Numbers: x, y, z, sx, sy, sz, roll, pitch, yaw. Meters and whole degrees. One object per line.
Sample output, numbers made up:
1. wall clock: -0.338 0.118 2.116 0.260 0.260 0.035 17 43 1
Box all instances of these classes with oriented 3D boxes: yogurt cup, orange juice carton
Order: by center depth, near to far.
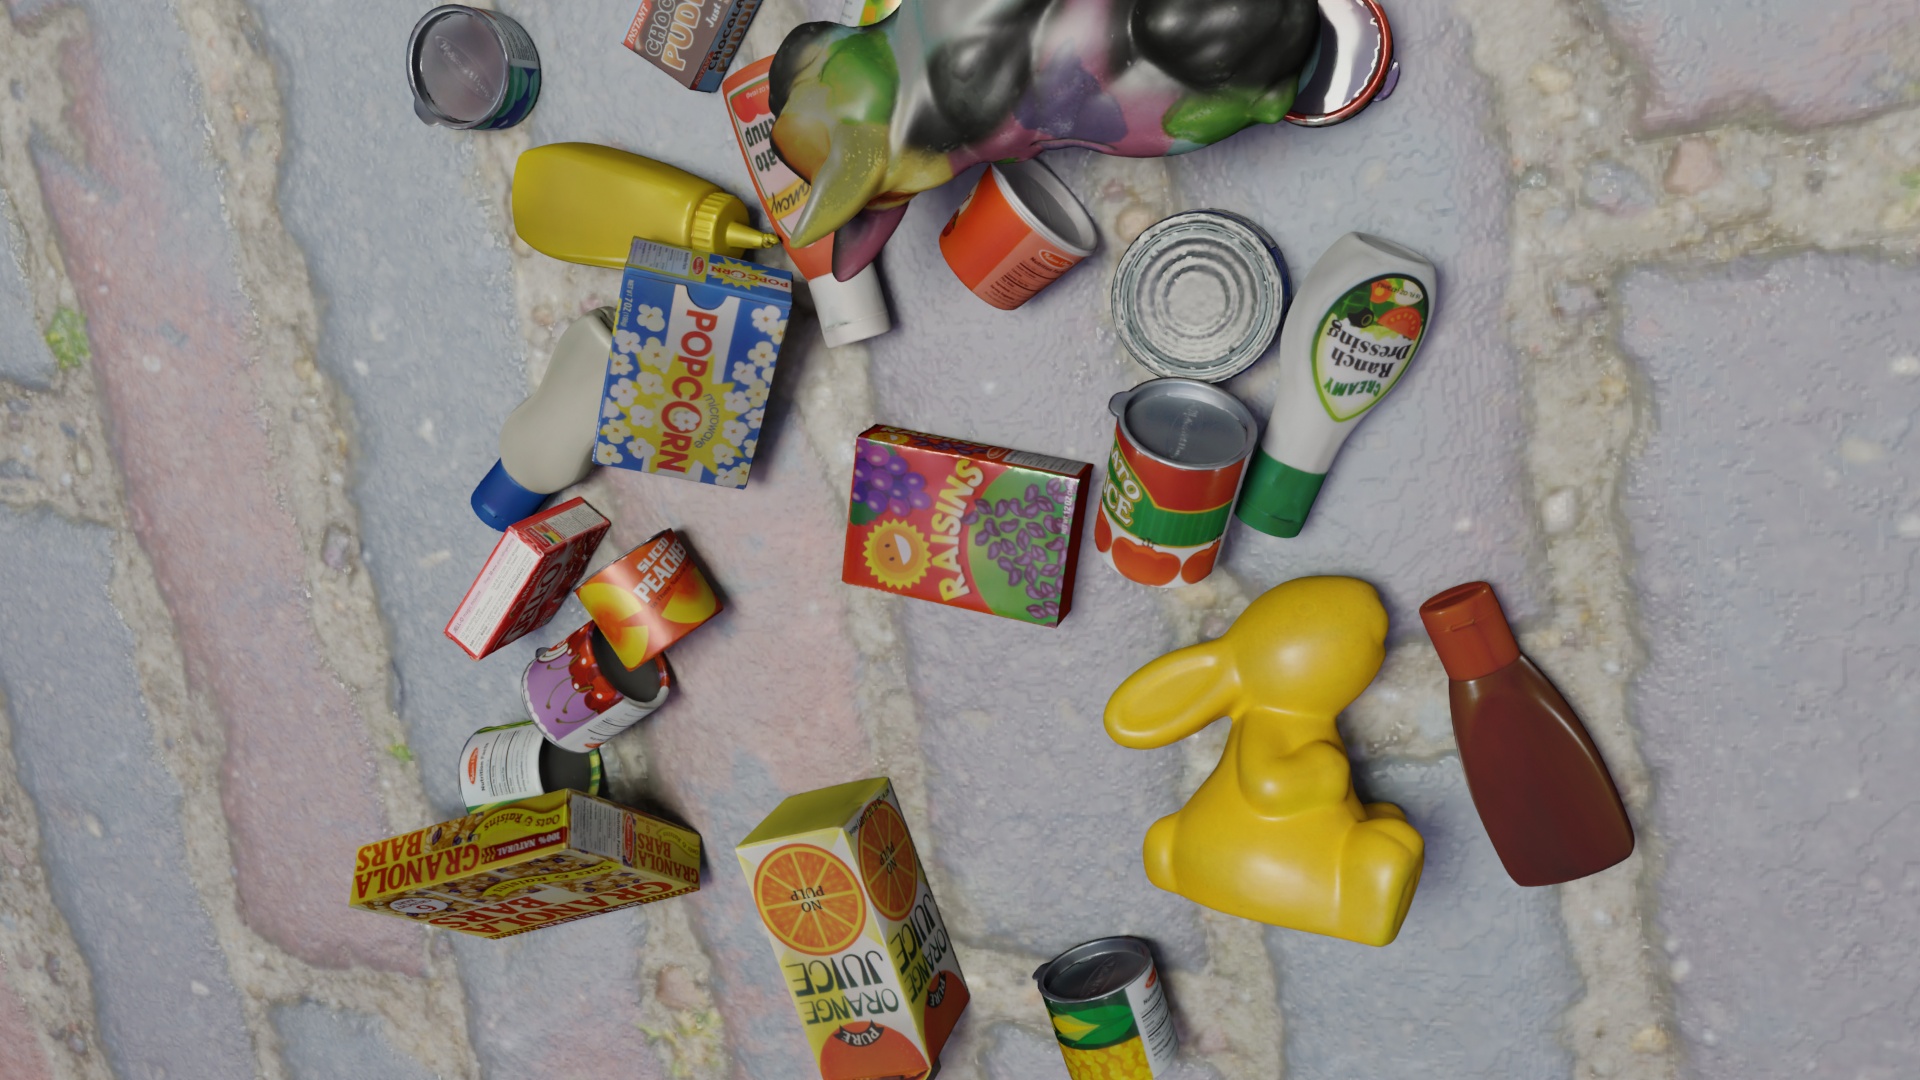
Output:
1. yogurt cup: 0.026 -0.152 0.691 0.072 0.073 0.053 49 121 1
2. orange juice carton: -0.054 0.244 0.812 0.073 0.072 0.192 -16 98 22

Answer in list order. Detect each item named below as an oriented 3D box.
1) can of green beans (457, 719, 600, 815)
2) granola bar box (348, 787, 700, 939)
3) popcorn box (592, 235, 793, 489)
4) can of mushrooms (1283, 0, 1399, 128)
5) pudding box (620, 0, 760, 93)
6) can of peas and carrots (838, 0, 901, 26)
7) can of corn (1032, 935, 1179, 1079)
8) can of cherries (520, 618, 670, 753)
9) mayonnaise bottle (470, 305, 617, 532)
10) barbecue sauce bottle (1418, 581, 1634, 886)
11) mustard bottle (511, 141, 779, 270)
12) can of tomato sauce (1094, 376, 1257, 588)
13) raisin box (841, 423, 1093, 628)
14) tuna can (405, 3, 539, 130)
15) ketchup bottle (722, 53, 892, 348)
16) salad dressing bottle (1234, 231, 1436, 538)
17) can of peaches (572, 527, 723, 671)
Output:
1. can of green beans: -0.264 0.143 0.857 0.058 0.071 0.071 -12 100 20
2. granola bar box: -0.261 0.199 0.842 0.165 0.124 0.039 -18 59 21
3. popcorn box: -0.143 -0.091 0.738 0.085 0.038 0.126 11 128 -13
4. can of mushrooms: 0.168 -0.225 0.642 0.071 0.033 0.071 4 104 17
5. pudding box: -0.136 -0.284 0.726 0.050 0.030 0.083 37 111 7
6. can of peas and carrots: -0.019 -0.264 0.675 0.071 0.071 0.058 23 111 11
7. can of corn: 0.081 0.265 0.777 0.071 0.071 0.058 -15 99 21
8. can of cherries: -0.217 0.082 0.826 0.058 0.072 0.071 -33 92 22
9. mayonnaise bottle: -0.231 -0.065 0.807 0.065 0.041 0.147 44 113 -4
10. barbecue sauce bottle: 0.273 0.094 0.684 0.064 0.044 0.148 -24 95 22
11. mustard bottle: -0.165 -0.173 0.748 0.160 0.049 0.065 16 111 19
12. can of tomato sauce: 0.101 -0.028 0.680 0.071 0.071 0.082 19 137 12
13. raisin box: 0.003 -0.009 0.747 0.123 0.040 0.085 11 108 14
14. tuna can: -0.272 -0.260 0.774 0.071 0.033 0.071 4 105 17
15. ketchup bottle: -0.074 -0.177 0.726 0.064 0.044 0.148 -11 101 33
16. salad dressing bottle: 0.176 -0.072 0.669 0.064 0.044 0.147 11 116 -18
17. can of peaches: -0.178 0.033 0.800 0.071 0.071 0.058 -32 93 22
